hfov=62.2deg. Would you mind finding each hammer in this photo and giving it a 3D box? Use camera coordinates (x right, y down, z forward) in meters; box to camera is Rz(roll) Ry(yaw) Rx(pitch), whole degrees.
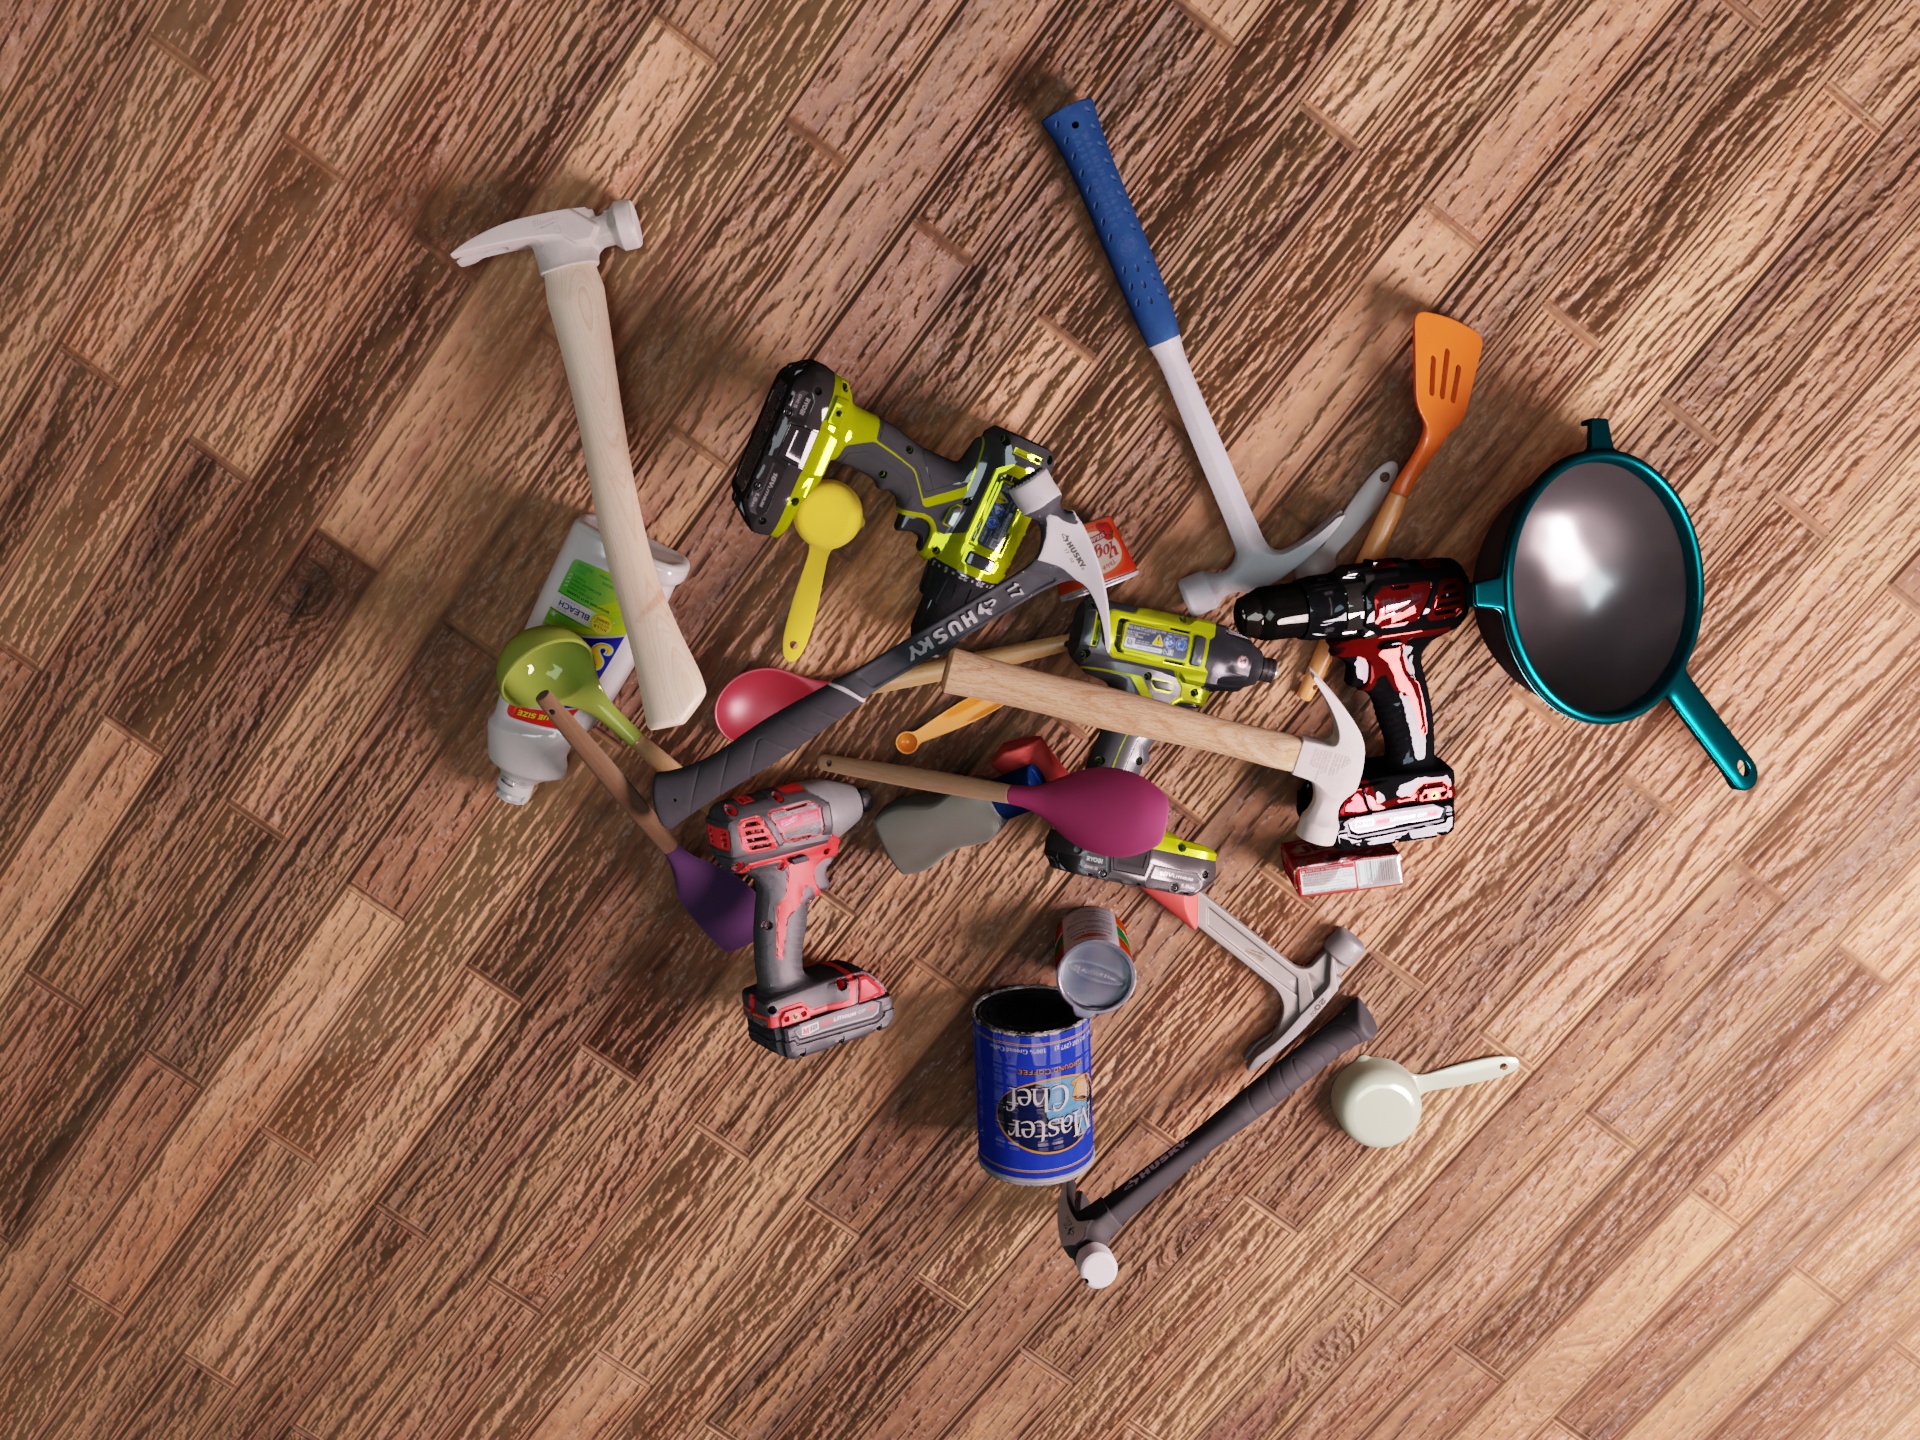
[{"bbox_3d":[0.149,-0.003,1.222,0.331,0.031,0.130,14,105,-3],"label":"hammer"},{"bbox_3d":[-0.069,-0.029,1.250,0.409,0.036,0.149,-31,102,8],"label":"hammer"},{"bbox_3d":[-0.282,-0.193,1.241,0.146,0.038,0.410,-13,88,-1],"label":"hammer"},{"bbox_3d":[0.167,0.143,1.363,0.359,0.037,0.149,38,101,-7],"label":"hammer"},{"bbox_3d":[0.223,0.352,1.381,0.335,0.146,0.035,-37,100,-2],"label":"hammer"},{"bbox_3d":[0.171,-0.292,1.259,0.144,0.035,0.405,-23,101,10],"label":"hammer"}]

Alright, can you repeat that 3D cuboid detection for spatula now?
[{"bbox_3d":[0.338,-0.164,1.285,0.081,0.041,0.322,7,114,-34],"label":"spatula"},{"bbox_3d":[-0.251,0.087,1.310,0.060,0.018,0.315,-27,126,8],"label":"spatula"}]

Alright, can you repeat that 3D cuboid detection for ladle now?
[{"bbox_3d":[-0.051,-0.036,1.332,0.315,0.031,0.069,-12,107,3],"label":"ladle"},{"bbox_3d":[-0.247,0.038,1.302,0.078,0.062,0.320,-40,116,10],"label":"ladle"}]

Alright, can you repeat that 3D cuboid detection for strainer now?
[{"bbox_3d":[0.518,-0.061,1.275,0.340,0.095,0.211,45,73,-21],"label":"strainer"}]

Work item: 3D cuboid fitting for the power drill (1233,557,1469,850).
[{"bbox_3d":[0.312,-0.016,1.276,0.188,0.080,0.226,-7,107,-10],"label":"power drill"}]

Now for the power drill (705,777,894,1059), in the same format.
[{"bbox_3d":[-0.128,0.159,1.340,0.143,0.079,0.219,-14,101,-30],"label":"power drill"}]

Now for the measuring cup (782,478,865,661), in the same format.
[{"bbox_3d":[-0.122,-0.121,1.311,0.062,0.029,0.156,16,101,-2],"label":"measuring cup"}]

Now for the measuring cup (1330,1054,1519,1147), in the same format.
[{"bbox_3d":[0.411,0.327,1.396,0.167,0.038,0.083,-16,102,7],"label":"measuring cup"}]

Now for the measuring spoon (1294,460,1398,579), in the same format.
[{"bbox_3d":[0.317,-0.159,1.296,0.034,0.018,0.124,34,101,-6],"label":"measuring spoon"}]

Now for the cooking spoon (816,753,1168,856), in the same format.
[{"bbox_3d":[0.018,0.056,1.281,0.319,0.017,0.069,8,88,29],"label":"cooking spoon"}]

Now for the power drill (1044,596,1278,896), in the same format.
[{"bbox_3d":[0.161,0.024,1.294,0.171,0.080,0.223,12,87,-8],"label":"power drill"}]

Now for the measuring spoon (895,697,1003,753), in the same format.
[{"bbox_3d":[-0.002,-0.004,1.348,0.117,0.011,0.021,-28,100,4],"label":"measuring spoon"}]

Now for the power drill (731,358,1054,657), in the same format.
[{"bbox_3d":[-0.059,-0.167,1.256,0.228,0.080,0.190,21,103,-21],"label":"power drill"}]
